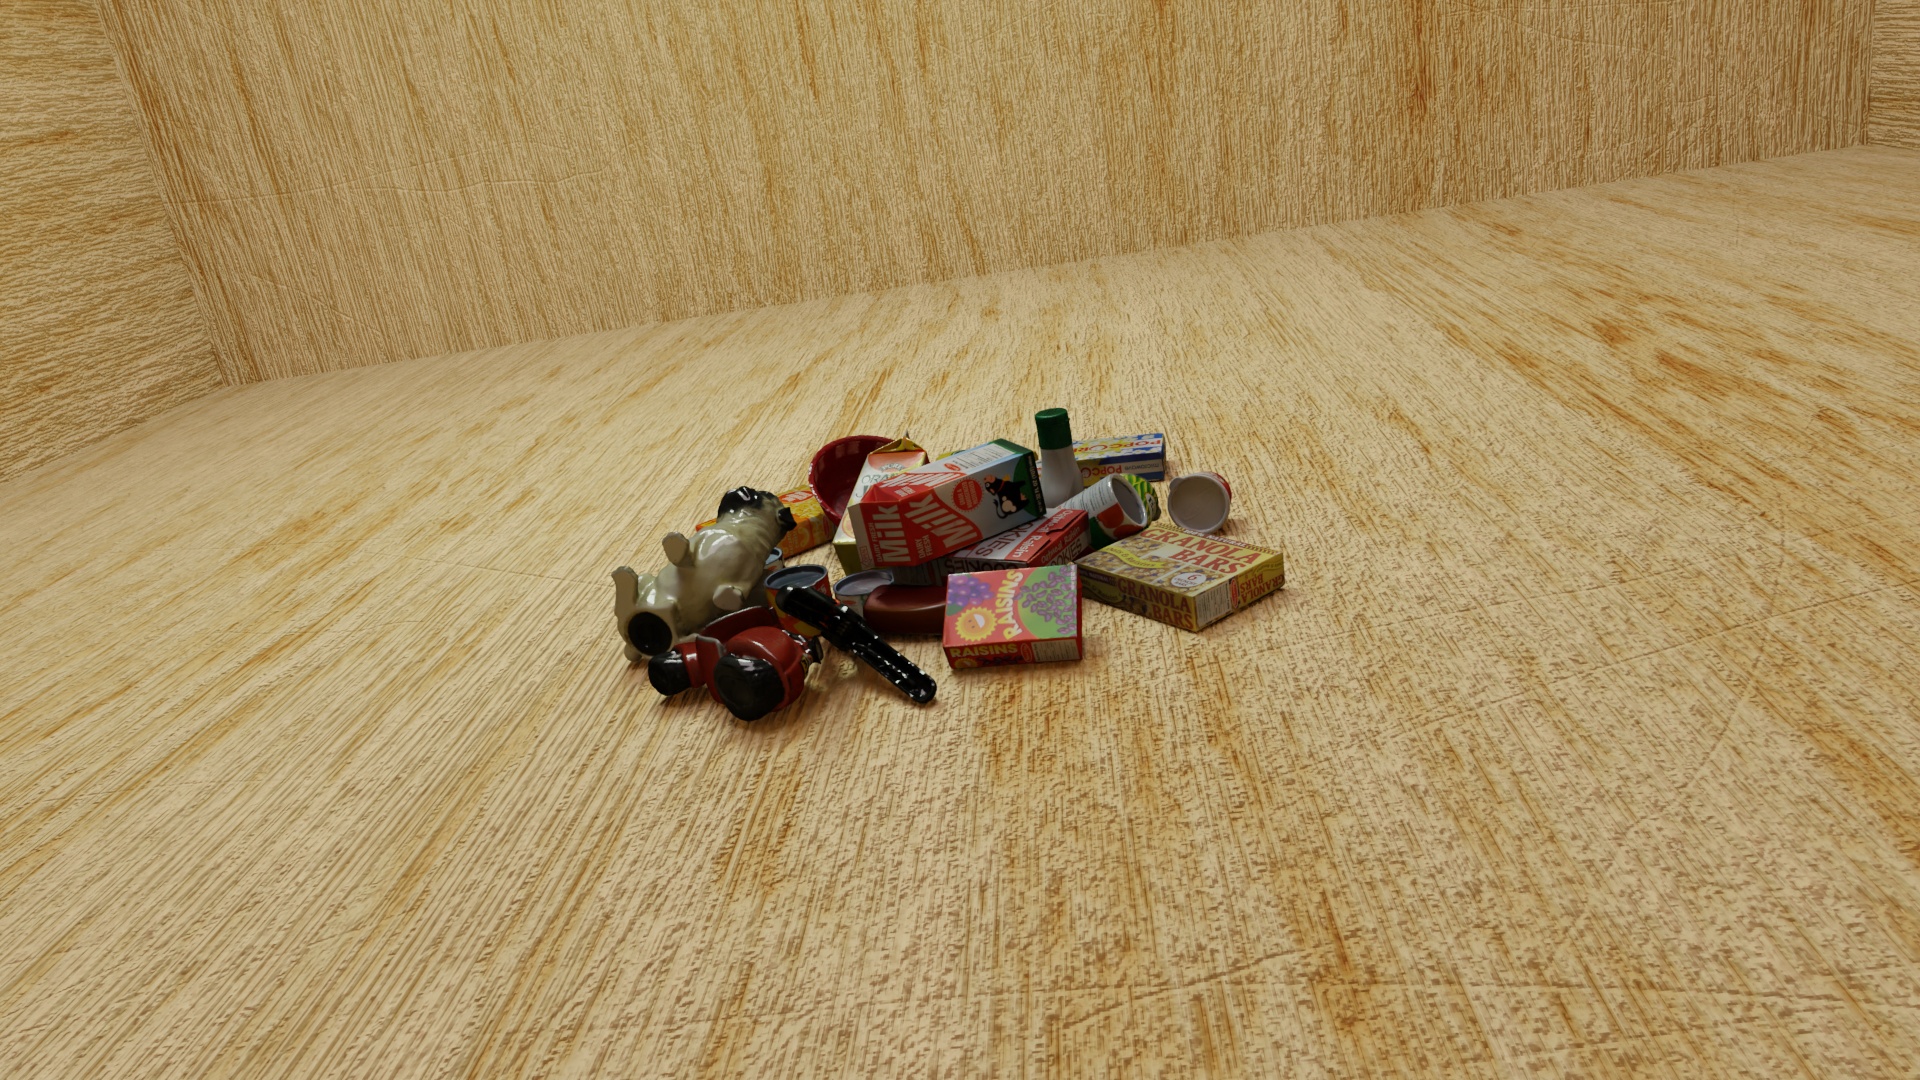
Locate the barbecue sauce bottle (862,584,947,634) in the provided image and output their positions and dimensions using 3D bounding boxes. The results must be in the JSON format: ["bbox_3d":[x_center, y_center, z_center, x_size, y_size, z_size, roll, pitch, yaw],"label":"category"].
[{"bbox_3d":[-0.017,0.068,1.350,0.148,0.043,0.065,0,22,24],"label":"barbecue sauce bottle"}]

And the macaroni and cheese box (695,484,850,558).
[{"bbox_3d":[-0.217,-0.018,1.685,0.167,0.040,0.124,-24,25,-37],"label":"macaroni and cheese box"}]

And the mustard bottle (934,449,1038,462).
[{"bbox_3d":[0.048,-0.091,1.754,0.160,0.048,0.065,-4,22,16],"label":"mustard bottle"}]

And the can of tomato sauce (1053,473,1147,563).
[{"bbox_3d":[0.144,-0.022,1.449,0.083,0.071,0.071,-32,8,28],"label":"can of tomato sauce"}]

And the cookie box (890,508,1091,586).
[{"bbox_3d":[0.030,0.006,1.403,0.167,0.040,0.123,3,27,34],"label":"cookie box"}]

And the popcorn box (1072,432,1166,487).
[{"bbox_3d":[0.191,-0.100,1.727,0.127,0.038,0.085,-5,20,12],"label":"popcorn box"}]

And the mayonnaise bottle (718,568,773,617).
[{"bbox_3d":[-0.232,0.057,1.485,0.148,0.041,0.065,-3,27,13],"label":"mayonnaise bottle"}]

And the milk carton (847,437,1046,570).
[{"bbox_3d":[-0.019,-0.034,1.380,0.191,0.072,0.073,-21,22,-20],"label":"milk carton"}]

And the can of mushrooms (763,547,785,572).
[{"bbox_3d":[-0.229,0.033,1.559,0.071,0.033,0.071,-9,20,3],"label":"can of mushrooms"}]

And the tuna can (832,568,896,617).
[{"bbox_3d":[-0.095,0.057,1.432,0.071,0.032,0.071,-8,19,3],"label":"tuna can"}]

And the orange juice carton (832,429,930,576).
[{"bbox_3d":[-0.074,-0.036,1.532,0.073,0.071,0.194,-2,42,18],"label":"orange juice carton"}]

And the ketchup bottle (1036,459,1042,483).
[{"bbox_3d":[0.093,-0.058,1.649,0.065,0.043,0.149,-9,19,13],"label":"ketchup bottle"}]

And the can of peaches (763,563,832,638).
[{"bbox_3d":[-0.161,0.063,1.408,0.071,0.058,0.071,-8,19,3],"label":"can of peaches"}]

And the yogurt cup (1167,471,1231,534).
[{"bbox_3d":[0.263,-0.044,1.505,0.072,0.072,0.054,-2,13,21],"label":"yogurt cup"}]

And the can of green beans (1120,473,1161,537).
[{"bbox_3d":[0.177,-0.032,1.505,0.071,0.071,0.058,-2,21,19],"label":"can of green beans"}]

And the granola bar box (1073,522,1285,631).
[{"bbox_3d":[0.211,0.033,1.349,0.125,0.039,0.165,-23,23,-31],"label":"granola bar box"}]

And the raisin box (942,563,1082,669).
[{"bbox_3d":[0.049,0.069,1.271,0.123,0.040,0.086,-5,51,10],"label":"raisin box"}]

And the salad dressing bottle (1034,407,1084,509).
[{"bbox_3d":[0.109,-0.070,1.520,0.044,0.147,0.064,0,21,27],"label":"salad dressing bottle"}]
